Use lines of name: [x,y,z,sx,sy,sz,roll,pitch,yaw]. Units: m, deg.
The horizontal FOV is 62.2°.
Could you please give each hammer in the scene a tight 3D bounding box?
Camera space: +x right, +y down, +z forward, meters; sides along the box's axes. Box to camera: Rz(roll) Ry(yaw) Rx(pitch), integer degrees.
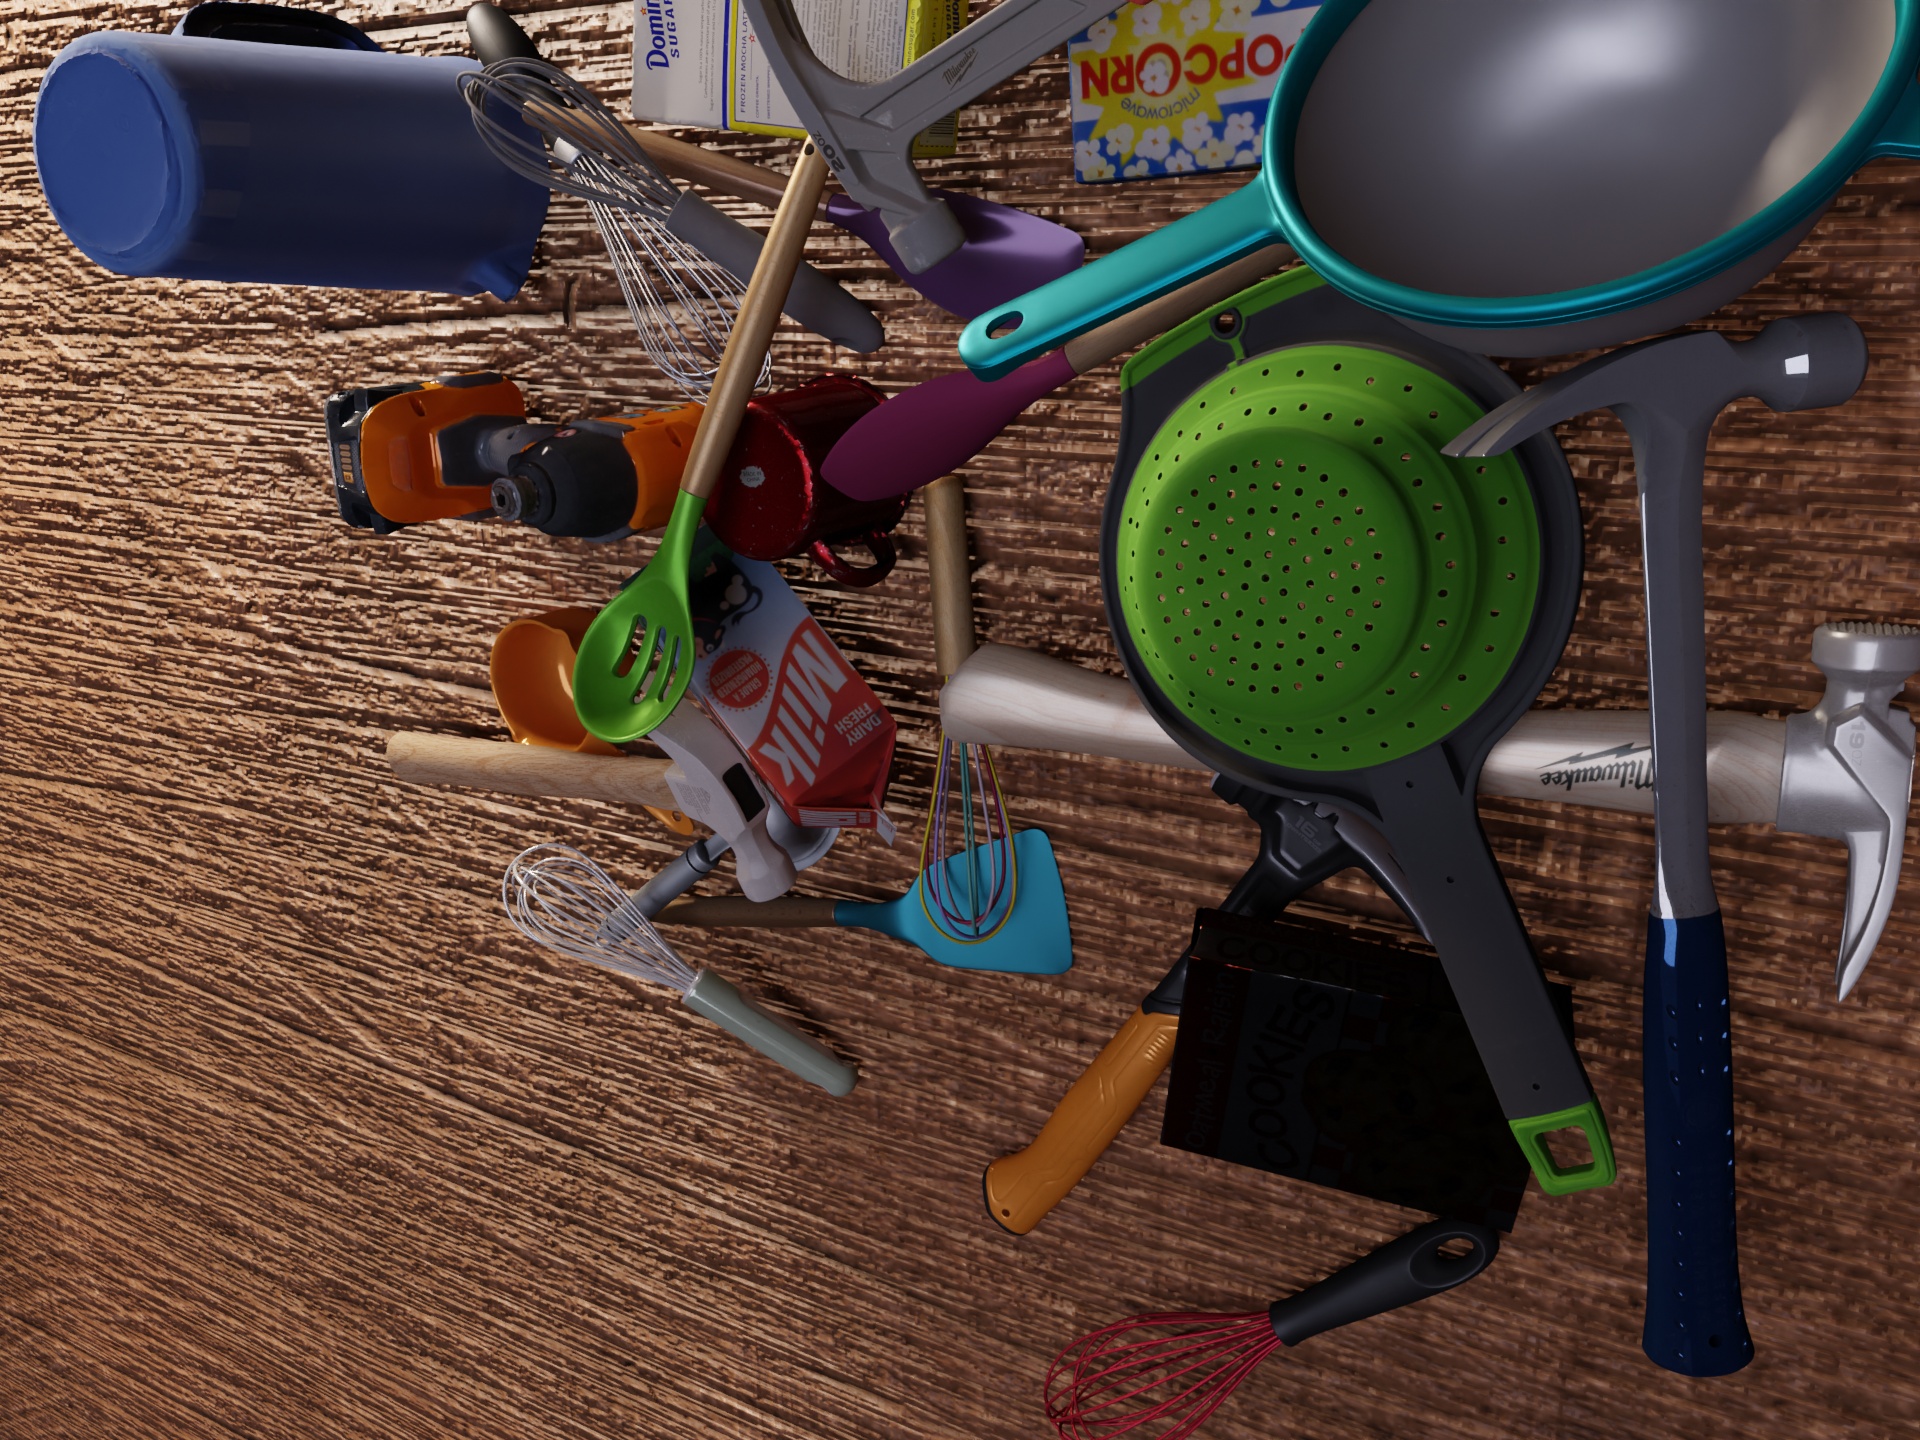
hammer: [-0.236,0.029,0.928,0.331,0.031,0.130,4,126,40]
hammer: [0.080,-0.315,0.616,0.359,0.037,0.149,-20,114,33]
hammer: [0.179,0.020,0.700,0.411,0.038,0.146,5,102,26]
hammer: [0.107,0.168,0.826,0.127,0.034,0.336,42,123,16]
hammer: [0.266,0.062,0.599,0.144,0.035,0.405,-9,103,-5]

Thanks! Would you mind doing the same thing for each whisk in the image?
whisk: [-0.166,0.154,0.955,0.246,0.058,0.059,33,85,-4]
whisk: [-0.141,-0.252,0.791,0.239,0.055,0.055,31,124,-11]
whisk: [-0.187,-0.281,0.854,0.070,0.070,0.285,-44,75,35]
whisk: [-0.003,-0.002,0.823,0.047,0.051,0.245,-2,97,16]
whisk: [0.154,0.324,0.838,0.296,0.073,0.073,-37,85,29]

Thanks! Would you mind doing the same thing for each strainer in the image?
strainer: [-0.149,0.078,0.944,0.258,0.050,0.087,-38,64,34]
strainer: [0.167,-0.183,0.591,0.340,0.095,0.211,-21,57,21]

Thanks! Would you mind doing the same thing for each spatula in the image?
spatula: [-0.086,-0.260,0.793,0.316,0.018,0.059,23,126,15]
spatula: [-0.081,0.111,0.935,0.317,0.044,0.082,-4,102,38]

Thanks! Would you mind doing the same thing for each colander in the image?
colander: [0.166,0.015,0.630,0.204,0.094,0.397,-23,88,29]

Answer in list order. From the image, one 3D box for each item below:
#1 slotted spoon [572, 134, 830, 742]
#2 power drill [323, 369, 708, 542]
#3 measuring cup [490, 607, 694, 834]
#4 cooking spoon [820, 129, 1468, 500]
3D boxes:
slotted spoon: [-0.118,-0.133,0.768,0.070,0.031,0.313,30,106,25]
power drill: [-0.243,-0.140,0.868,0.226,0.164,0.084,10,112,32]
measuring cup: [-0.207,0.002,0.958,0.174,0.052,0.095,41,125,14]
cooking spoon: [0.072,-0.173,0.708,0.319,0.068,0.017,-25,61,24]
